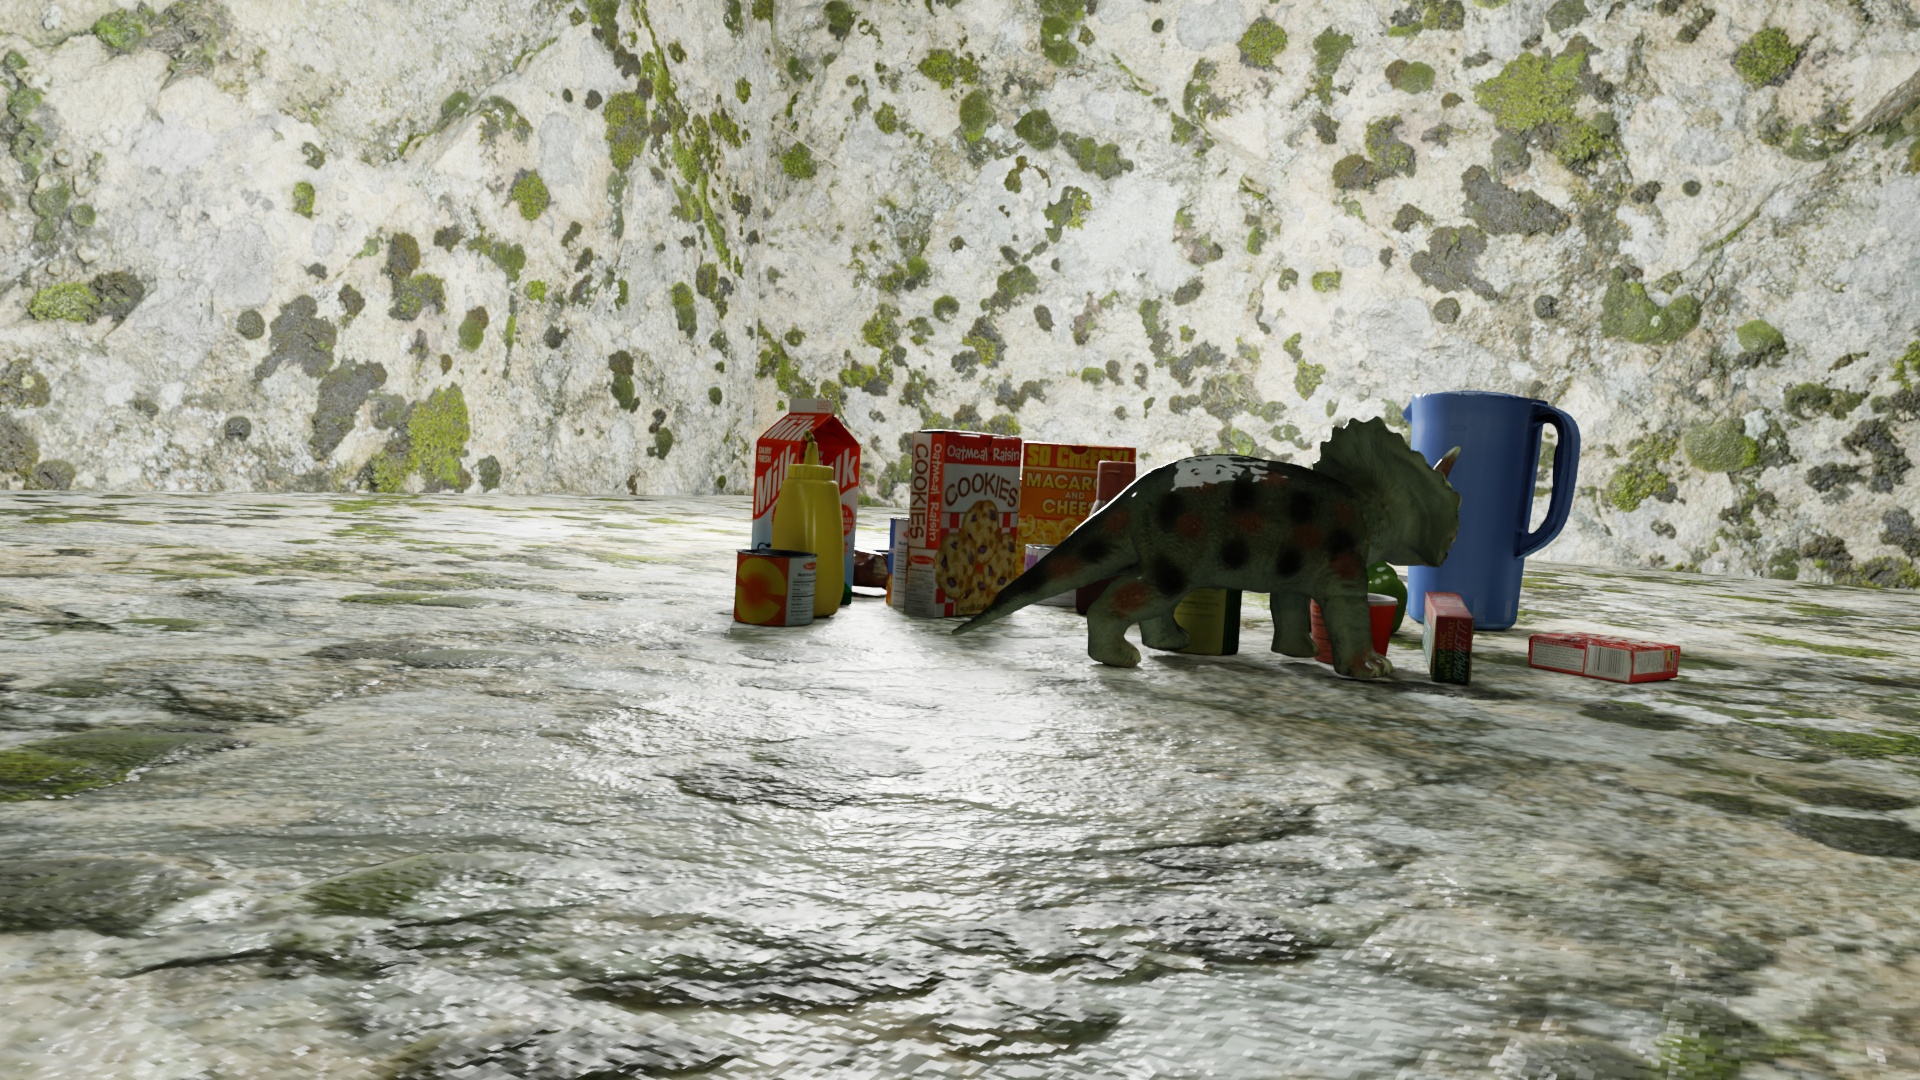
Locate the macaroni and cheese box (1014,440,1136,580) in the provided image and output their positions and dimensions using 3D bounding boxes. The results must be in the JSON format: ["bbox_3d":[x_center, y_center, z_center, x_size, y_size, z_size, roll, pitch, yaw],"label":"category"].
[{"bbox_3d":[0.127,-0.023,1.525,0.124,0.166,0.040,4,3,11],"label":"macaroni and cheese box"}]

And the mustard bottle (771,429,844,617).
[{"bbox_3d":[-0.130,-0.015,1.196,0.065,0.160,0.049,6,4,42],"label":"mustard bottle"}]

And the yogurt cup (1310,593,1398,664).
[{"bbox_3d":[0.308,0.070,1.096,0.072,0.054,0.072,3,3,0],"label":"yogurt cup"}]

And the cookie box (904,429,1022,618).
[{"bbox_3d":[0.005,-0.016,1.281,0.040,0.167,0.123,5,4,36],"label":"cookie box"}]

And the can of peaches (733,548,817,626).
[{"bbox_3d":[-0.154,0.038,1.142,0.071,0.058,0.071,3,3,0],"label":"can of peaches"}]

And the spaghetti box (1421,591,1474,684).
[{"bbox_3d":[0.394,0.075,1.127,0.029,0.050,0.250,4,4,17],"label":"spaghetti box"}]

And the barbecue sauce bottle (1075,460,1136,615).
[{"bbox_3d":[0.146,-0.001,1.330,0.065,0.148,0.044,4,3,18],"label":"barbecue sauce bottle"}]

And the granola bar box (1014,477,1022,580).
[{"bbox_3d":[0.108,-0.010,1.645,0.165,0.124,0.039,6,4,36],"label":"granola bar box"}]

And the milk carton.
[{"bbox_3d":[-0.145,-0.037,1.295,0.073,0.190,0.072,1,4,-42],"label":"milk carton"}]

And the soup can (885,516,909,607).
[{"bbox_3d":[-0.036,0.021,1.329,0.071,0.083,0.071,3,3,0],"label":"soup can"}]

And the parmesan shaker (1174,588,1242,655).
[{"bbox_3d":[0.192,0.037,1.120,0.071,0.103,0.071,3,3,0],"label":"parmesan shaker"}]

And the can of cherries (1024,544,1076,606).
[{"bbox_3d":[0.098,0.035,1.424,0.071,0.058,0.071,3,3,0],"label":"can of cherries"}]

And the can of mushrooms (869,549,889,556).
[{"bbox_3d":[-0.077,0.028,1.582,0.071,0.033,0.071,3,3,0],"label":"can of mushrooms"}]
